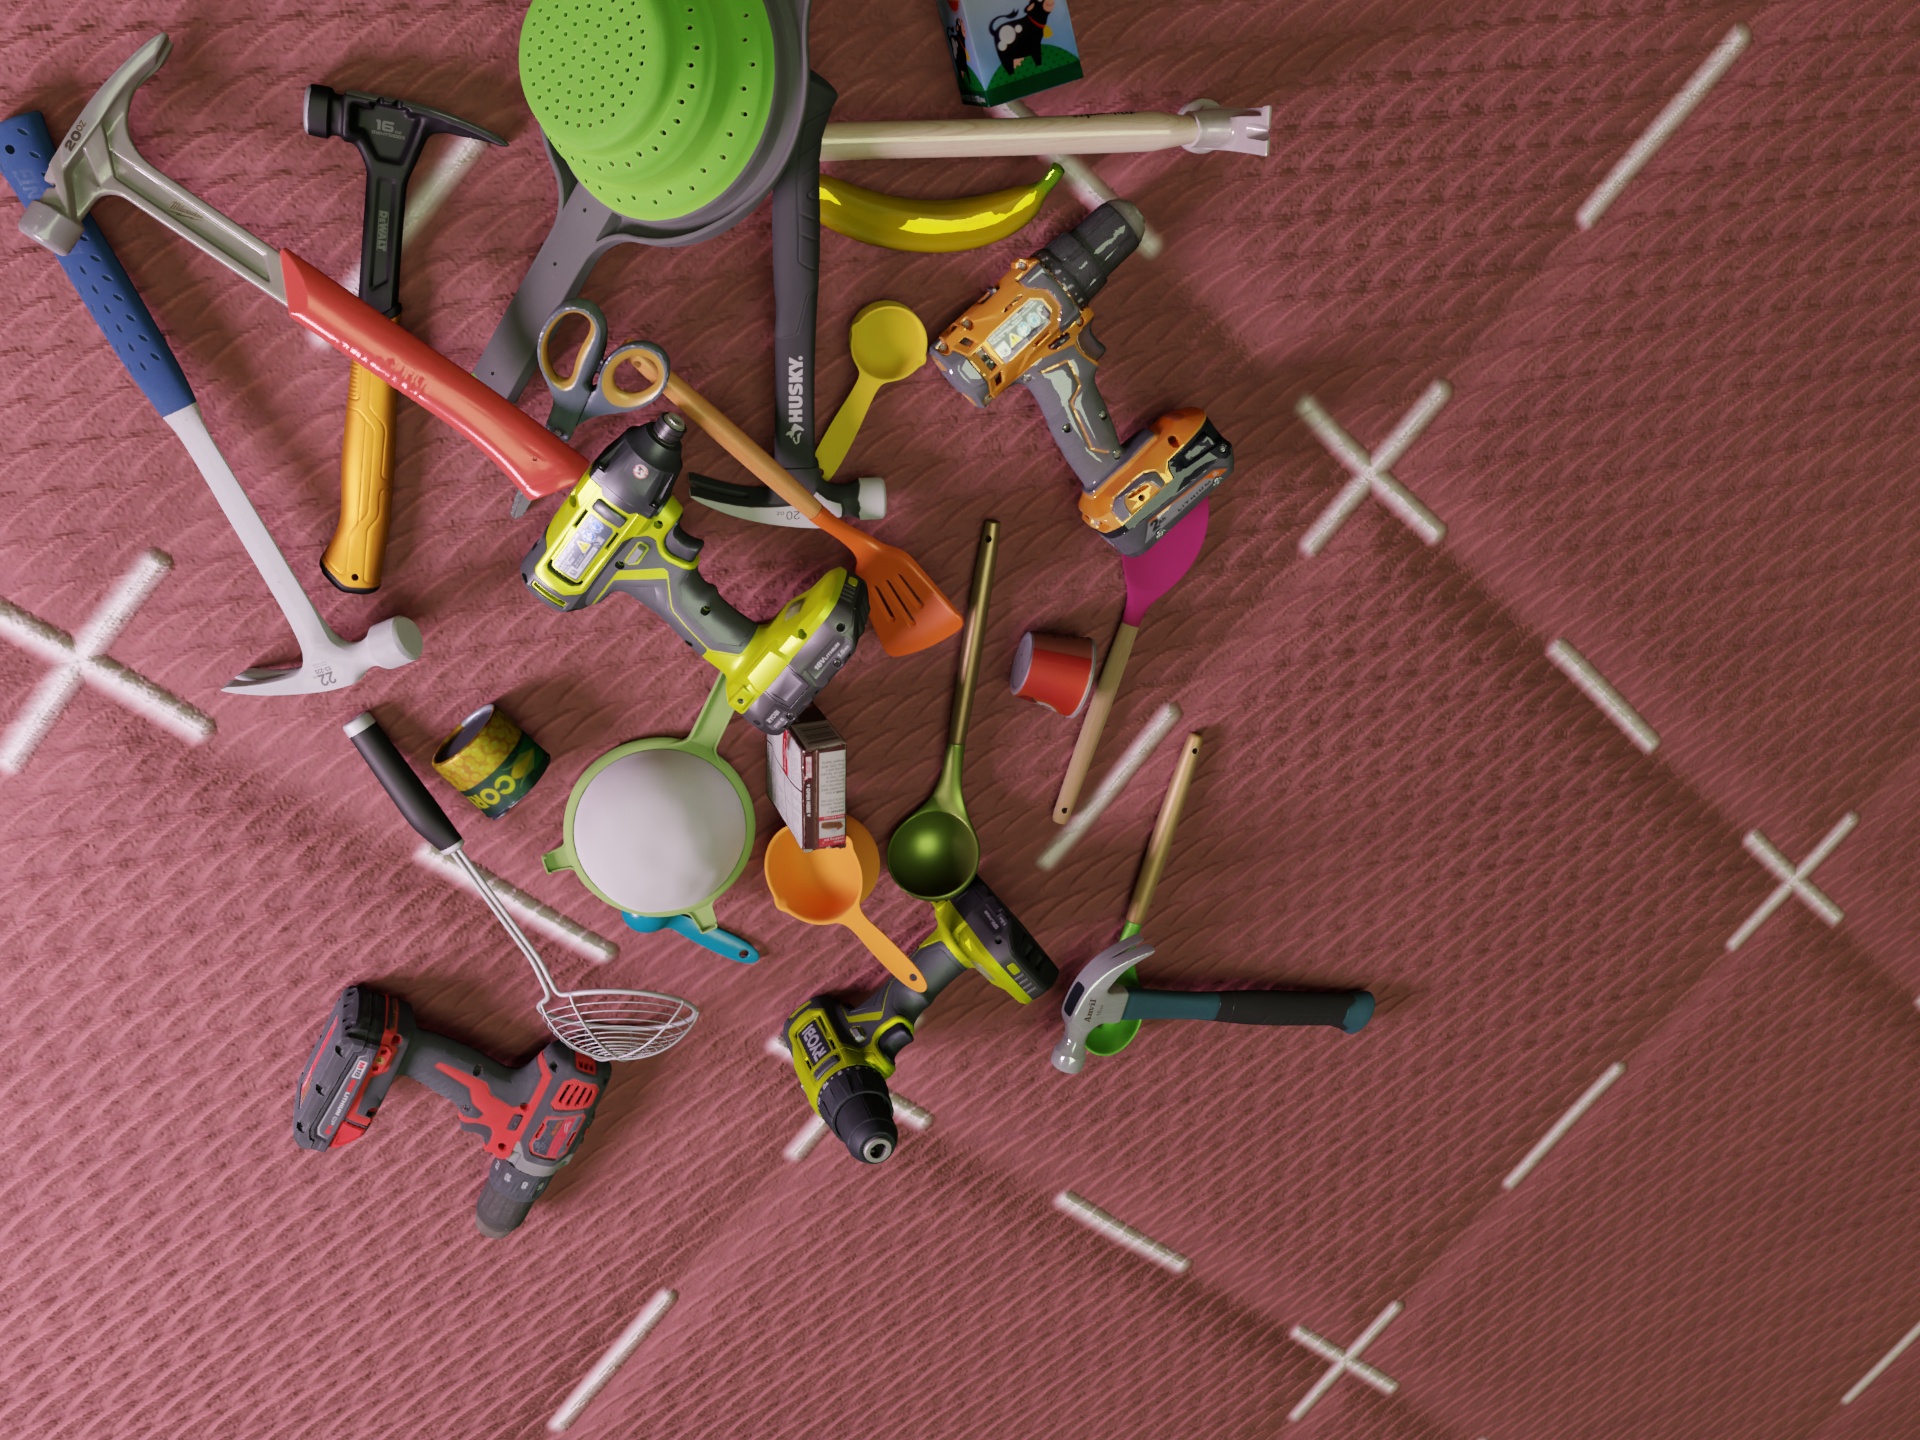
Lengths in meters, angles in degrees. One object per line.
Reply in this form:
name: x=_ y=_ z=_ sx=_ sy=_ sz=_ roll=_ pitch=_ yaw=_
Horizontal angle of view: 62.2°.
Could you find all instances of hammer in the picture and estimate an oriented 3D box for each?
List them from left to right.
hammer: x=-0.520 y=-0.195 z=1.060 sx=0.144 sy=0.035 sz=0.405 roll=-18 pitch=113 yaw=13
hammer: x=-0.395 y=-0.268 z=1.027 sx=0.358 sy=0.037 sz=0.149 roll=34 pitch=86 yaw=-20
hammer: x=-0.392 y=-0.248 z=1.089 sx=0.127 sy=0.034 sz=0.336 roll=6 pitch=110 yaw=-17
hammer: x=-0.120 y=-0.283 z=1.105 sx=0.146 sy=0.035 sz=0.334 roll=-3 pitch=129 yaw=-10
hammer: x=0.007 y=-0.401 z=1.093 sx=0.410 sy=0.146 sz=0.038 roll=-5 pitch=112 yaw=-9
hammer: x=0.244 y=0.265 z=1.466 sx=0.330 sy=0.033 sz=0.128 roll=7 pitch=108 yaw=-26

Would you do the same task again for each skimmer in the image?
skimmer: x=-0.345 y=0.131 z=1.253 sx=0.127 sy=0.090 sz=0.363 roll=-20 pitch=110 yaw=37

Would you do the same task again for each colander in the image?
colander: x=-0.249 y=-0.345 z=1.016 sx=0.204 sy=0.094 sz=0.397 roll=44 pitch=114 yaw=14

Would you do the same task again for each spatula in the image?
spatula: x=-0.124 y=-0.160 z=1.152 sx=0.081 sy=0.041 sz=0.322 roll=-21 pitch=132 yaw=37

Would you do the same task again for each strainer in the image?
strainer: x=-0.211 y=0.046 z=1.237 sx=0.151 sy=0.069 sz=0.256 roll=25 pitch=99 yaw=-16

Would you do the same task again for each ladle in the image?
ladle: x=-0.002 y=-0.004 z=1.293 sx=0.078 sy=0.062 sz=0.320 roll=13 pitch=107 yaw=11

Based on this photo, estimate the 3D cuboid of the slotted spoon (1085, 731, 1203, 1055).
slotted spoon: x=0.165 y=0.156 z=1.423 sx=0.070 sy=0.031 sz=0.313 roll=10 pitch=107 yaw=-20

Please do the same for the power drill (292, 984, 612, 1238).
power drill: x=-0.421 y=0.326 z=1.298 sx=0.226 sy=0.080 sz=0.188 roll=23 pitch=104 yaw=-26

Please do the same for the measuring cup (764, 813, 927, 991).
measuring cup: x=-0.081 y=0.147 z=1.295 sx=0.173 sy=0.052 sz=0.095 roll=47 pitch=115 yaw=2

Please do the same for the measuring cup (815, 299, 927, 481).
measuring cup: x=-0.079 y=-0.243 z=1.192 sx=0.062 sy=0.029 sz=0.156 roll=21 pitch=117 yaw=-24

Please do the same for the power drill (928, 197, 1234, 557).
power drill: x=0.112 y=-0.260 z=1.206 sx=0.185 sy=0.084 sz=0.226 roll=-43 pitch=111 yaw=4

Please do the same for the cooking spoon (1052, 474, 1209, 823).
cooking spoon: x=0.133 y=-0.057 z=1.329 sx=0.068 sy=0.017 sz=0.318 roll=14 pitch=107 yaw=-13

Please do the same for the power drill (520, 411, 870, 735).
power drill: x=-0.183 y=-0.105 z=1.151 sx=0.223 sy=0.080 sz=0.171 roll=36 pitch=119 yaw=-16

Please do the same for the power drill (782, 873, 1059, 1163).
power drill: x=-0.035 y=0.246 z=1.314 sx=0.228 sy=0.191 sz=0.080 roll=-41 pitch=119 yaw=-2

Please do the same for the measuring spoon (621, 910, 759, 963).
measuring spoon: x=-0.221 y=0.177 z=1.321 sx=0.128 sy=0.021 sz=0.042 roll=29 pitch=102 yaw=-23
